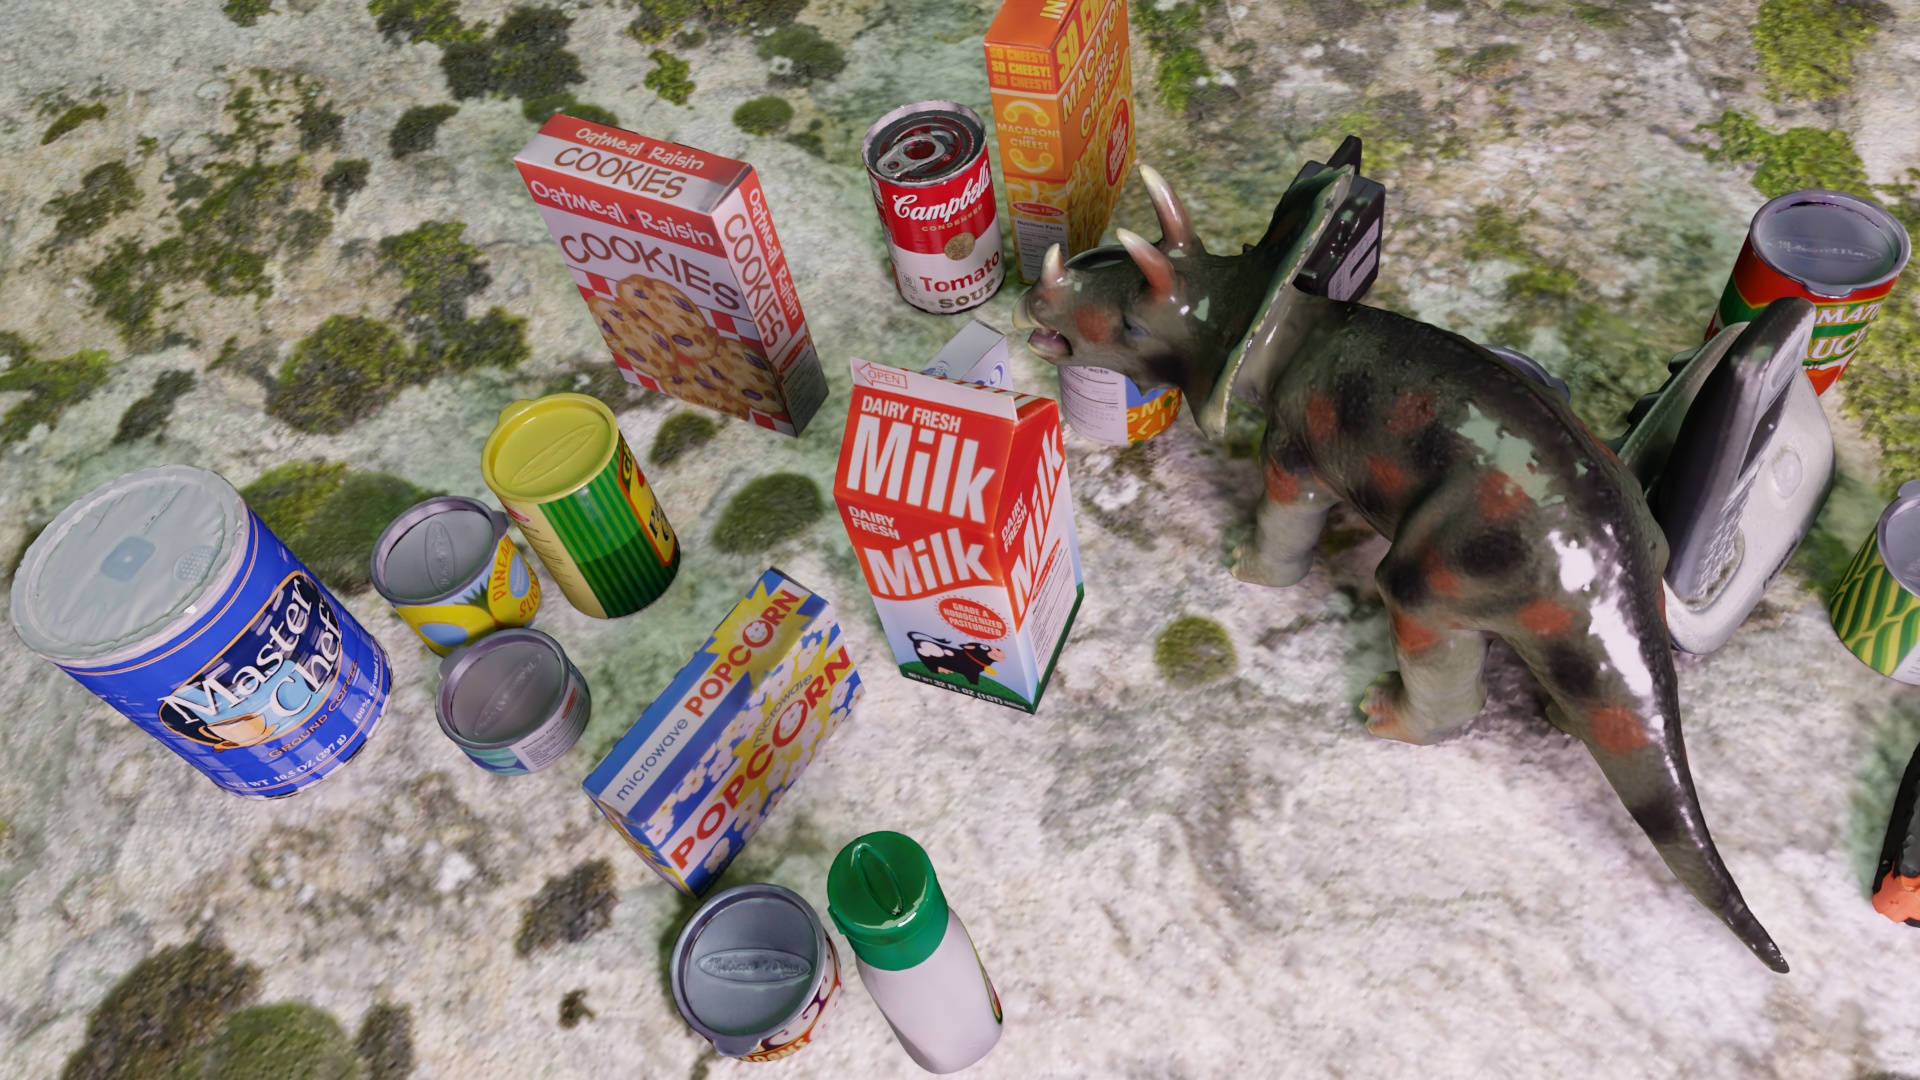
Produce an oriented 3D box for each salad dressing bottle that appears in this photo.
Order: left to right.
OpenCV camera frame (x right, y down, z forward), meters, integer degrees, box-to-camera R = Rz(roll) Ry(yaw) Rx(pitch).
[{"bbox_3d":[-0.016,0.154,0.515,0.044,0.147,0.064,-29,56,-11],"label":"salad dressing bottle"}]

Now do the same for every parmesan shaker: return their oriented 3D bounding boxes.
[{"bbox_3d":[-0.187,-0.017,0.692,0.071,0.102,0.071,-5,55,7],"label":"parmesan shaker"}]

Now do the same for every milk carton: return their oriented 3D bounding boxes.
[{"bbox_3d":[0.002,-0.008,0.599,0.072,0.189,0.074,15,59,19],"label":"milk carton"}]

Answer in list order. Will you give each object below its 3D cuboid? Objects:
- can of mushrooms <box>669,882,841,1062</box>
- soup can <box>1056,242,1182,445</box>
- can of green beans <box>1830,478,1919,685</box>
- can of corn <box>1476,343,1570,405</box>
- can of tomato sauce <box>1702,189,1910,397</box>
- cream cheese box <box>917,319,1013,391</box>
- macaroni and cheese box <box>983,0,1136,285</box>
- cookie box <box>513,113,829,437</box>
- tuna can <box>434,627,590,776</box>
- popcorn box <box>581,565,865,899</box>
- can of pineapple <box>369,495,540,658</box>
[{"bbox_3d":[-0.085,0.182,0.576,0.071,0.033,0.071,-5,54,7],"label":"can of mushrooms"},{"bbox_3d":[0.083,-0.101,0.718,0.071,0.083,0.072,-5,55,7],"label":"soup can"},{"bbox_3d":[0.416,0.020,0.591,0.071,0.057,0.071,-5,55,7],"label":"can of green beans"},{"bbox_3d":[0.251,-0.051,0.669,0.071,0.058,0.071,-5,55,7],"label":"can of corn"},{"bbox_3d":[0.407,-0.115,0.673,0.071,0.082,0.071,-5,55,7],"label":"can of tomato sauce"},{"bbox_3d":[-0.014,-0.063,0.726,0.024,0.053,0.104,31,65,27],"label":"cream cheese box"},{"bbox_3d":[0.061,-0.242,0.771,0.040,0.165,0.124,12,58,18],"label":"macaroni and cheese box"},{"bbox_3d":[-0.146,-0.136,0.730,0.123,0.166,0.040,20,61,22],"label":"cookie box"},{"bbox_3d":[-0.218,0.078,0.674,0.071,0.032,0.071,-5,54,7],"label":"tuna can"},{"bbox_3d":[-0.100,0.086,0.615,0.038,0.084,0.127,27,63,25],"label":"popcorn box"},{"bbox_3d":[-0.253,0.020,0.705,0.071,0.057,0.071,-5,55,7],"label":"can of pineapple"}]
